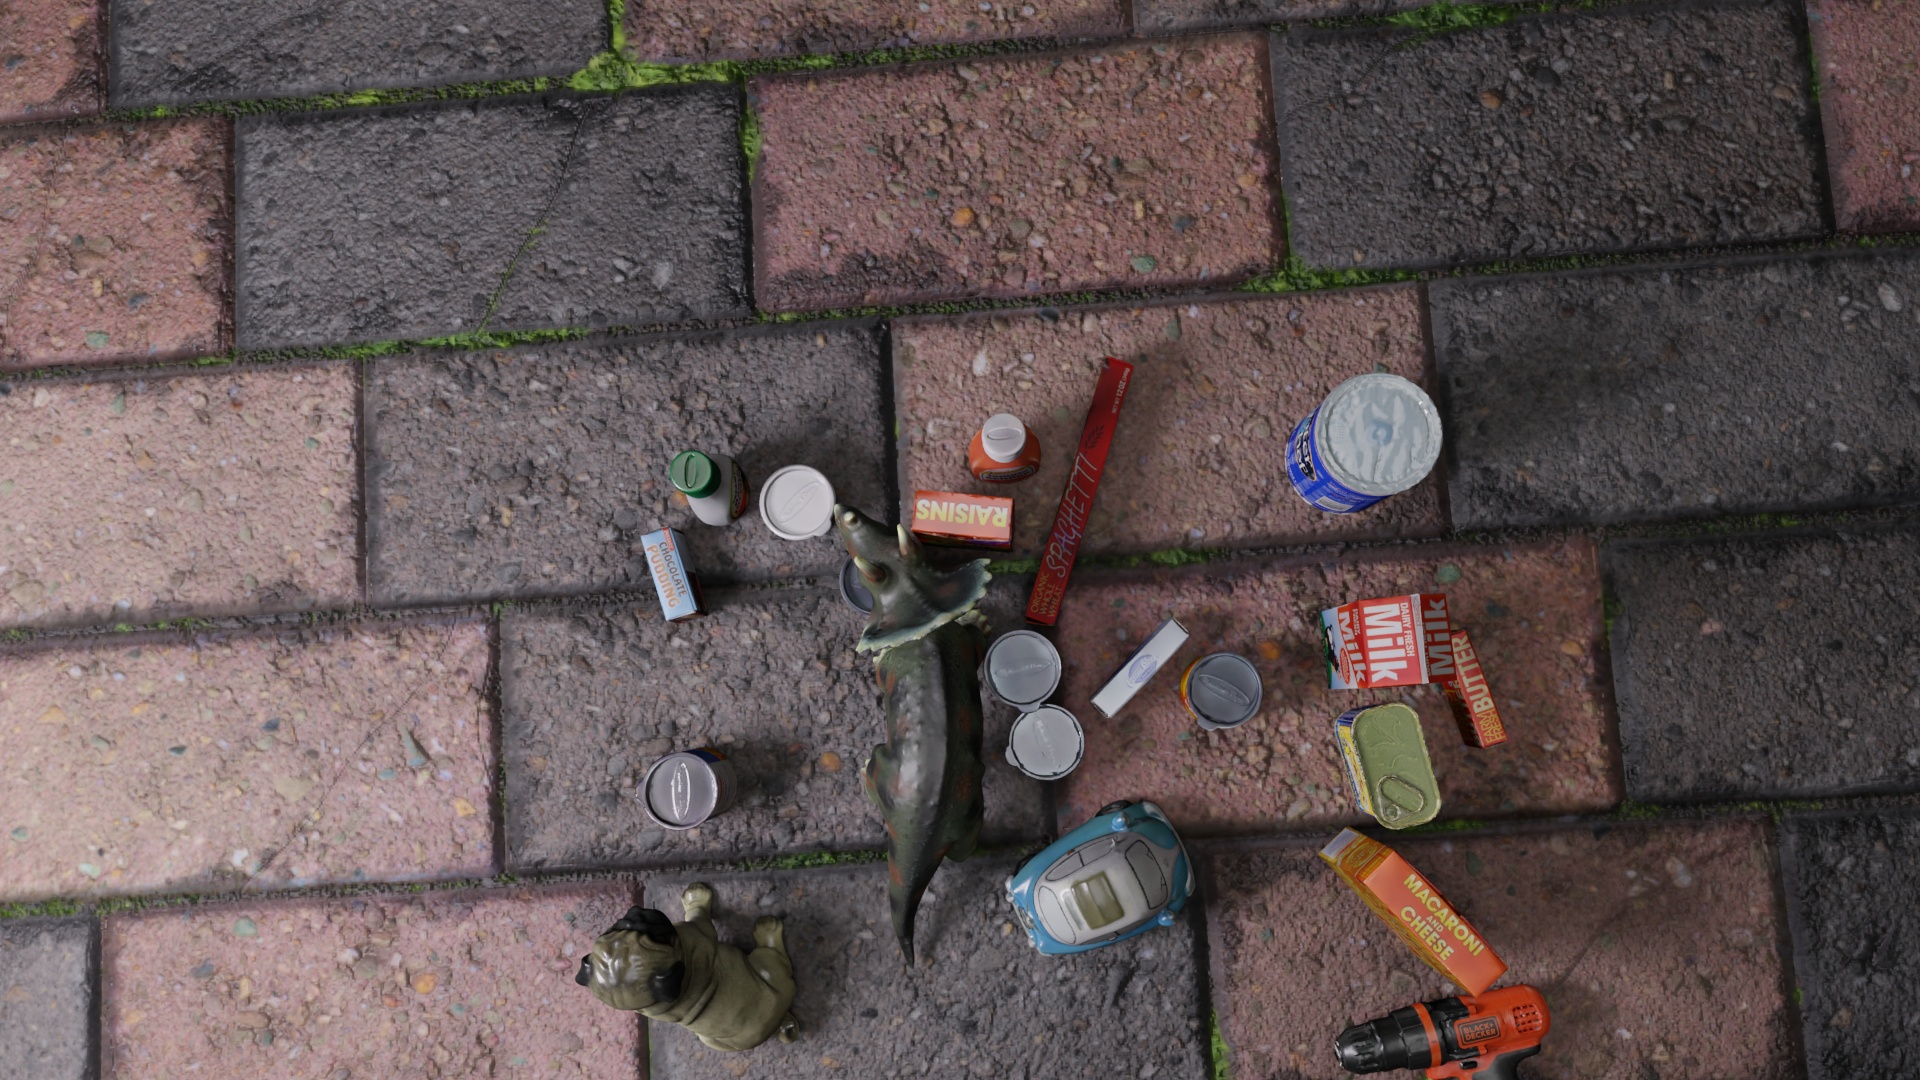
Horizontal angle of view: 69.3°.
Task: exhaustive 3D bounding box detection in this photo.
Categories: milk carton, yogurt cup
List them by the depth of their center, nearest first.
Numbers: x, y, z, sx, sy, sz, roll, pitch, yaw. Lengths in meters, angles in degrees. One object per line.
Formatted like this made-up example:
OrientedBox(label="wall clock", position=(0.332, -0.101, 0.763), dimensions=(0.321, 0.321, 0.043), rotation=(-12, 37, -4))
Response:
OrientedBox(label="milk carton", position=(0.357, 0.085, 1.155), dimensions=(0.073, 0.190, 0.072), rotation=(-5, 84, 2))
OrientedBox(label="yogurt cup", position=(-0.144, -0.032, 1.257), dimensions=(0.072, 0.054, 0.072), rotation=(0, 84, 2))

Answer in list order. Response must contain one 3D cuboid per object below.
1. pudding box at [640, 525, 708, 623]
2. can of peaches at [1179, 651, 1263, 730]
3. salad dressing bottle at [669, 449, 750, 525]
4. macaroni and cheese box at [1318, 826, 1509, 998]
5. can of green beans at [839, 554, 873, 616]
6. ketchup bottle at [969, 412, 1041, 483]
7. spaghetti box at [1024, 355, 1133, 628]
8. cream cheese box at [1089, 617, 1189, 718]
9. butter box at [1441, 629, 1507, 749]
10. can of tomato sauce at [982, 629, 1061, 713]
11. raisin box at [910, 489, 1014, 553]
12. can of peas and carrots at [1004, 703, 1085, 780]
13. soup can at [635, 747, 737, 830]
OrientedBox(label="pudding box", position=(-0.258, 0.032, 1.257), dimensions=(0.030, 0.049, 0.084), rotation=(-19, 83, 0))
OrientedBox(label="can of peaches", position=(0.227, 0.133, 1.222), dimensions=(0.071, 0.058, 0.071), rotation=(0, 84, 2))
OrientedBox(label="salad dressing bottle", position=(-0.219, -0.049, 1.215), dimensions=(0.044, 0.147, 0.064), rotation=(2, 84, 3))
OrientedBox(label="macaroni and cheese box", position=(0.368, 0.300, 1.143), dimensions=(0.040, 0.166, 0.124), rotation=(-44, 84, -2))
OrientedBox(label="can of green beans", position=(-0.072, 0.037, 1.245), dimensions=(0.071, 0.058, 0.071), rotation=(0, 84, 2))
OrientedBox(label="ketchup bottle", position=(0.038, -0.081, 1.208), dimensions=(0.065, 0.148, 0.043), rotation=(-7, 84, 2))
OrientedBox(label="spaghetti box", position=(0.106, -0.041, 1.250), dimensions=(0.029, 0.050, 0.250), rotation=(17, 85, 4))
OrientedBox(label="cream cheese box", position=(0.158, 0.113, 1.229), dimensions=(0.024, 0.053, 0.104), rotation=(44, 87, 6))
OrientedBox(label="butter box", position=(0.442, 0.129, 1.216), dimensions=(0.024, 0.053, 0.103), rotation=(-19, 83, 0))
OrientedBox(label="can of tomato sauce", position=(0.055, 0.115, 1.218), dimensions=(0.071, 0.083, 0.071), rotation=(0, 84, 2))
OrientedBox(label="raisin box", position=(0.004, -0.015, 1.215), dimensions=(0.086, 0.123, 0.040), rotation=(6, 84, 3))
OrientedBox(label="can of peas and carrots", position=(0.073, 0.178, 1.222), dimensions=(0.071, 0.058, 0.071), rotation=(0, 84, 2))
OrientedBox(label="soup can", position=(-0.239, 0.216, 1.218), dimensions=(0.071, 0.083, 0.071), rotation=(0, 84, 2))
